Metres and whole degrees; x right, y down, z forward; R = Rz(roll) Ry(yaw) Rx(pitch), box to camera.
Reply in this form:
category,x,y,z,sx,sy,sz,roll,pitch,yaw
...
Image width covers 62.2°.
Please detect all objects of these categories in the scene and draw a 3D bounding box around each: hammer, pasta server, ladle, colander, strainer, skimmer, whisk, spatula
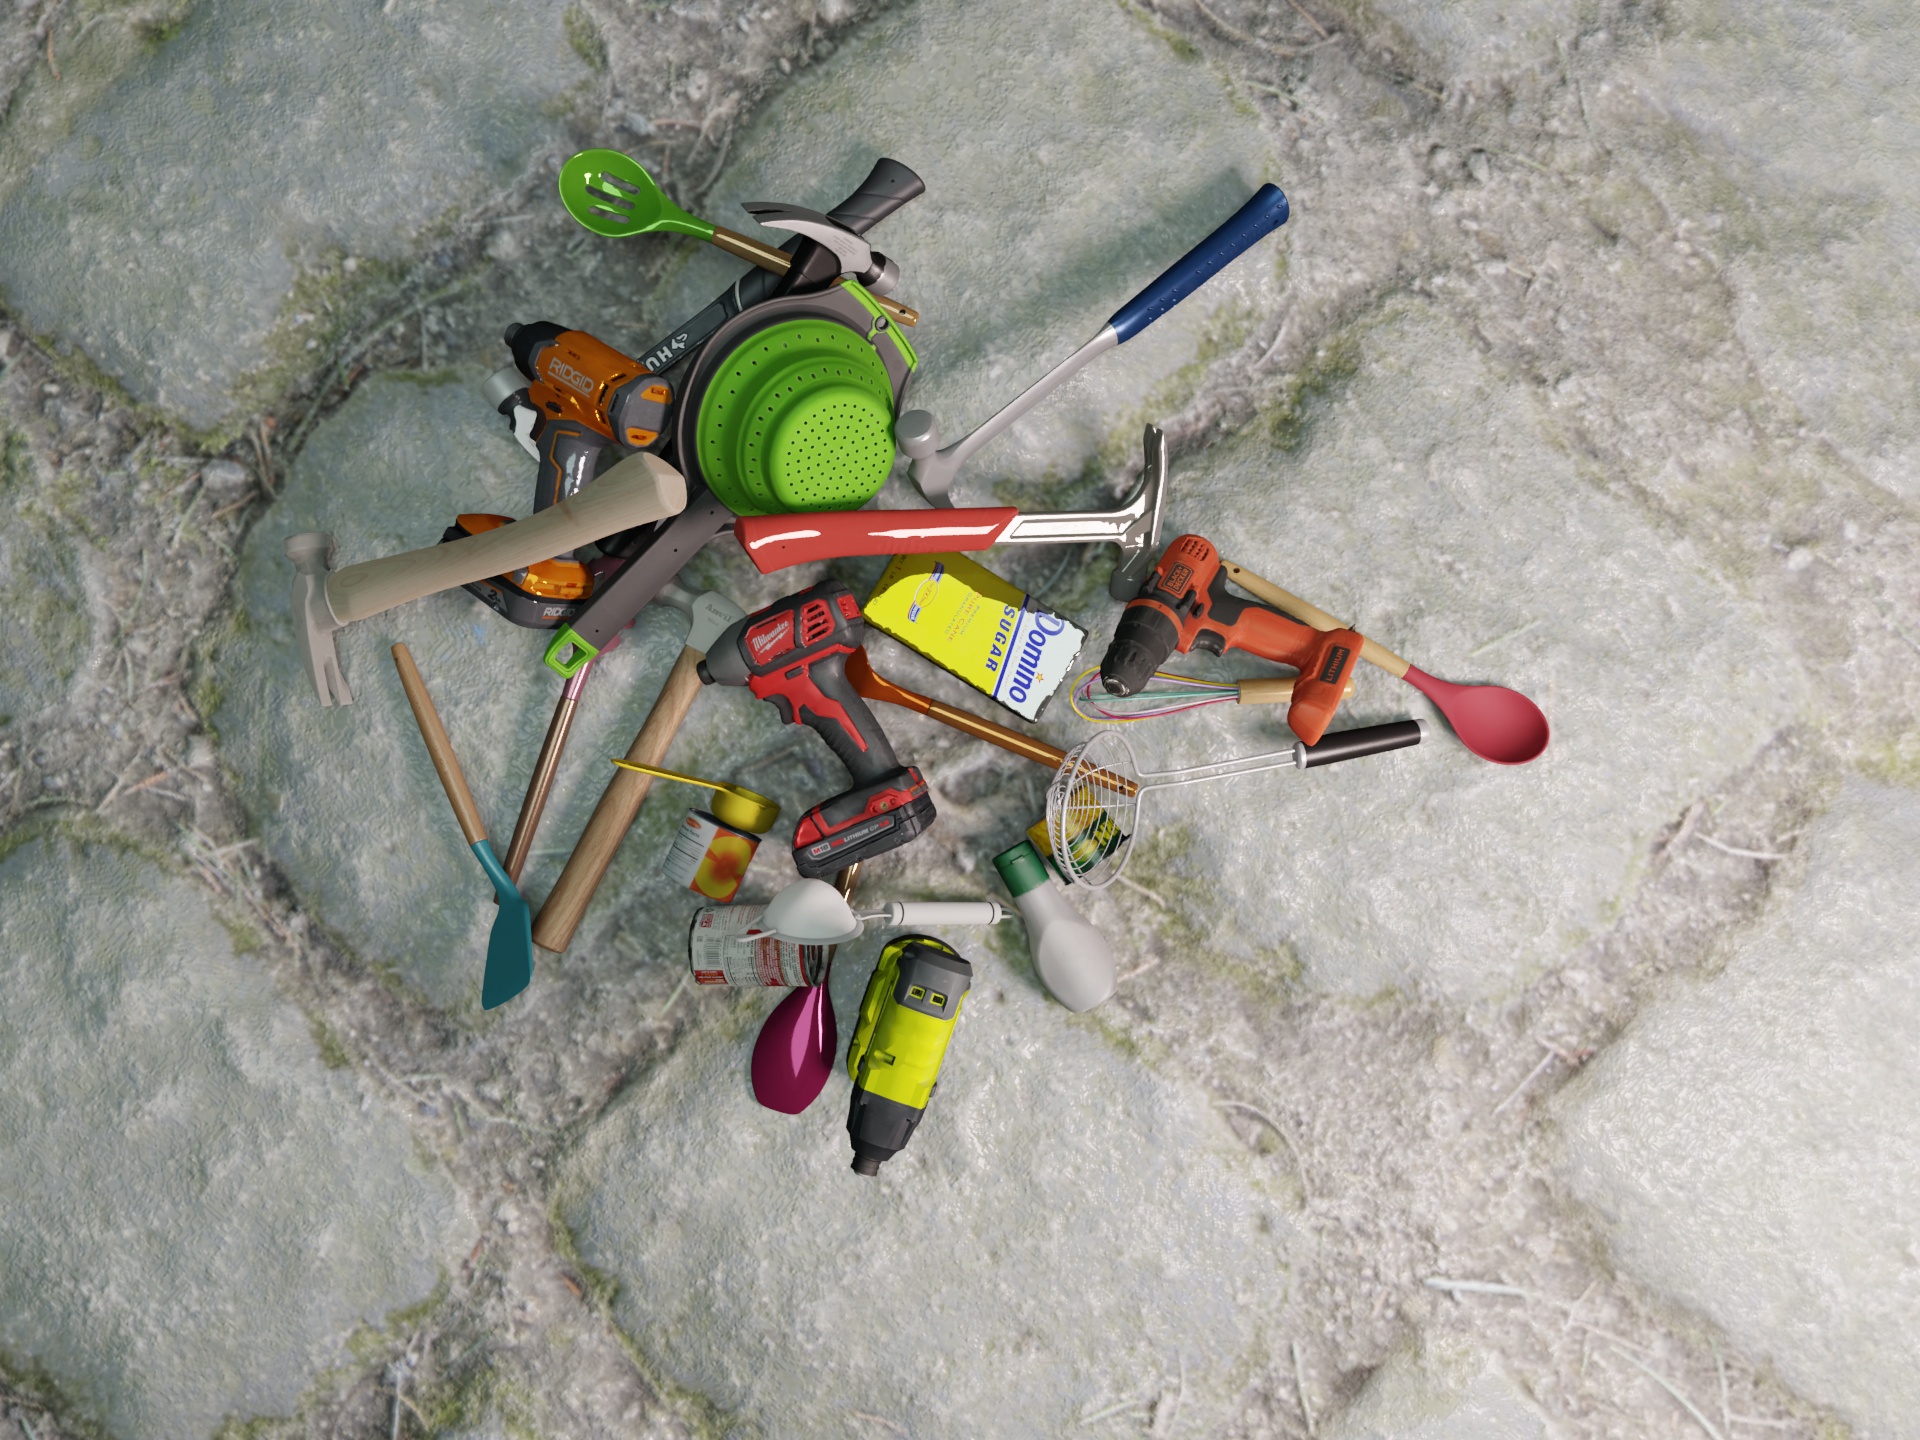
category,x,y,z,sx,sy,sz,roll,pitch,yaw
hammer,-0.271,0.044,1.343,0.130,0.031,0.331,27,88,0
pasta server,-0.337,0.006,1.347,0.060,0.040,0.316,19,92,-1
ladle,0.358,-0.055,1.362,0.315,0.031,0.069,30,74,2
hammer,-0.197,-0.268,1.296,0.334,0.146,0.035,-51,52,15
colander,-0.175,-0.167,1.267,0.397,0.095,0.204,-46,134,0
strainer,-0.062,0.154,1.288,0.258,0.087,0.050,5,105,-34
skimmer,0.234,0.048,1.290,0.363,0.090,0.127,-10,107,-15
hammer,-0.378,-0.118,1.243,0.410,0.038,0.146,-12,89,30
whisk,0.214,-0.027,1.351,0.245,0.051,0.047,-2,83,-4
hammer,-0.001,-0.162,1.272,0.359,0.037,0.149,-4,114,-21
hammer,0.118,-0.313,1.332,0.405,0.144,0.035,-40,61,-10
spatula,-0.002,-0.004,1.333,0.322,0.041,0.081,22,103,1
spatula,-0.419,0.080,1.322,0.082,0.044,0.317,-31,80,40
hammer,-0.200,-0.344,1.354,0.409,0.036,0.149,-37,91,-2

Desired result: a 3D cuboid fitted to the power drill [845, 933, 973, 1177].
category,x,y,z,sx,sy,sz,roll,pitch,yaw
power drill,-0.046,0.253,1.246,0.080,0.223,0.171,20,88,0

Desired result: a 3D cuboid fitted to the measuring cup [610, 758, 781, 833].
category,x,y,z,sx,sy,sz,roll,pitch,yaw
measuring cup,-0.220,0.062,1.303,0.156,0.062,0.029,18,95,-35

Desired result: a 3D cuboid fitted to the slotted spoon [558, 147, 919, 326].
category,x,y,z,sx,sy,sz,roll,pitch,yaw
slotted spoon,-0.182,-0.393,1.326,0.313,0.031,0.070,21,89,-5

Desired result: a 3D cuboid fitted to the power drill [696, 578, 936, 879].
category,x,y,z,sx,sy,sz,roll,pitch,yaw
power drill,-0.119,0.009,1.294,0.143,0.078,0.219,-22,92,14

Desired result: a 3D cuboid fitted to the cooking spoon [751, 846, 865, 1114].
category,x,y,z,sx,sy,sz,roll,pitch,yaw
cooking spoon,-0.110,0.178,1.349,0.069,0.017,0.319,17,88,1

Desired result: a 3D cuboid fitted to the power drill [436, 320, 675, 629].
category,x,y,z,sx,sy,sz,roll,pitch,yaw
power drill,-0.338,-0.206,1.288,0.164,0.084,0.226,33,107,23
